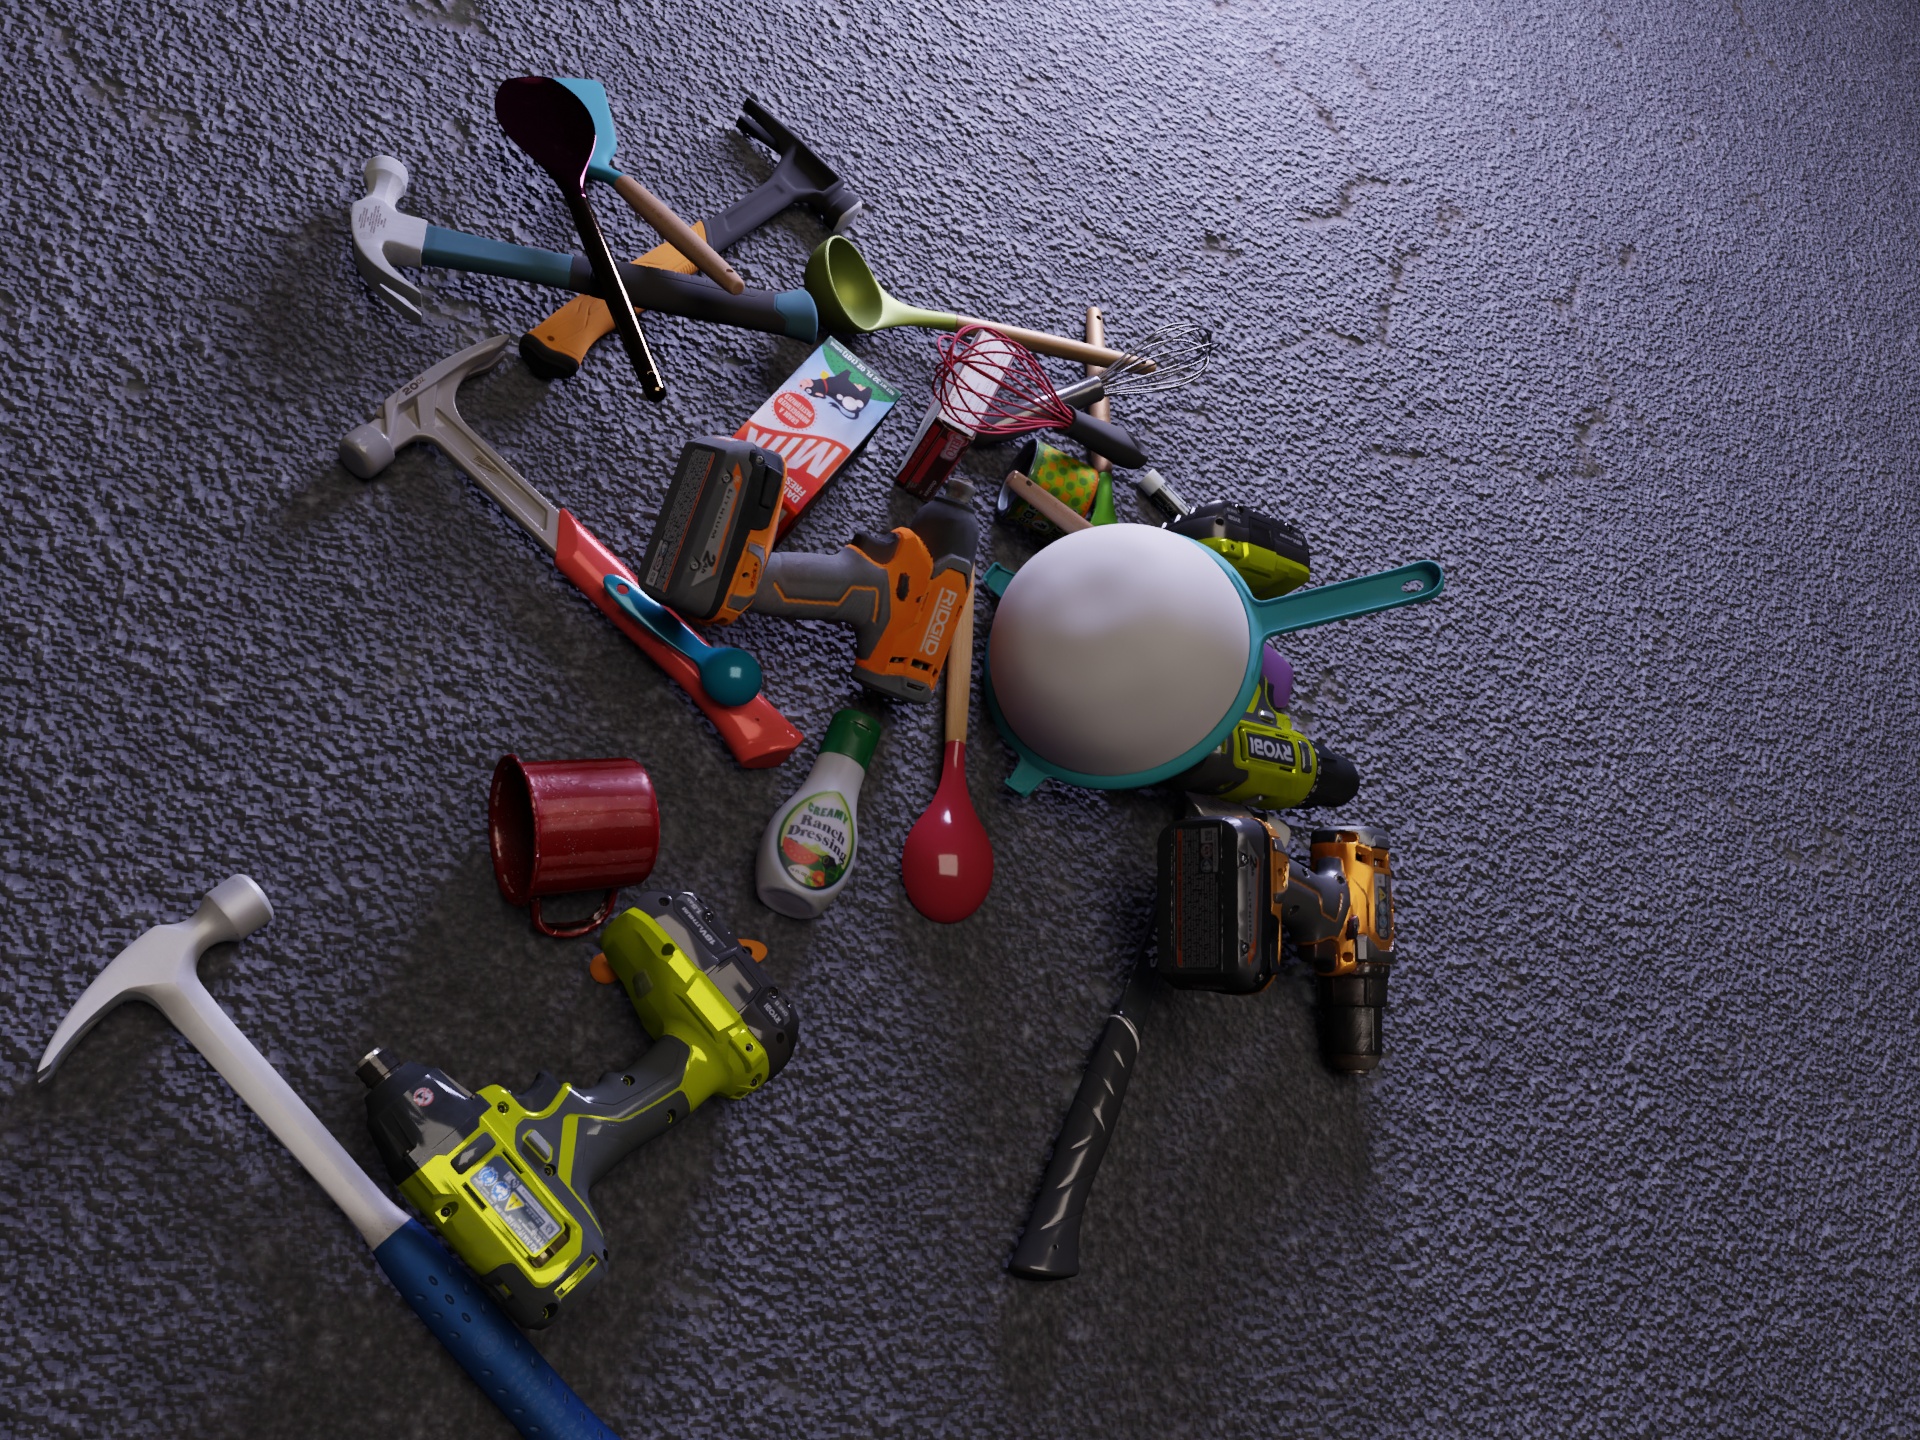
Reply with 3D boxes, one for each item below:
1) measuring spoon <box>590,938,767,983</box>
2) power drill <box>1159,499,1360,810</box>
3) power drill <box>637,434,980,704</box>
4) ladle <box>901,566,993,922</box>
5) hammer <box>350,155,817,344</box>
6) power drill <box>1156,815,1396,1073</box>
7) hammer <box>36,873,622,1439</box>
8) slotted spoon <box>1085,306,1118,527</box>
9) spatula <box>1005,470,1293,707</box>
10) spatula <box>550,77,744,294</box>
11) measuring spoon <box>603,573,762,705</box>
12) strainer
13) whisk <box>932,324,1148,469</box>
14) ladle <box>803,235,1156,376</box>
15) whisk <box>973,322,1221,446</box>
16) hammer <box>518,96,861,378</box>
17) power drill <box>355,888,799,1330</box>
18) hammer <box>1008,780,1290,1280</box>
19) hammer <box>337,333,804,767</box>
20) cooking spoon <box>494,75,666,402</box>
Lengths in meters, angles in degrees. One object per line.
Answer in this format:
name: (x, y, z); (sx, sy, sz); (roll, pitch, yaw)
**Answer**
measuring spoon: (-0.177, 0.152, 1.013); (0.117, 0.011, 0.021); (-2, 68, -28)
power drill: (0.231, -0.040, 1.239); (0.190, 0.080, 0.229); (12, 65, -37)
power drill: (-0.088, -0.116, 1.087); (0.226, 0.084, 0.164); (19, 93, -35)
ladle: (-0.002, -0.004, 1.170); (0.069, 0.031, 0.316); (14, 59, -19)
hammer: (-0.266, -0.320, 1.143); (0.331, 0.033, 0.128); (8, 59, -13)
power drill: (0.239, 0.161, 1.146); (0.226, 0.084, 0.185); (11, 76, -44)
hammer: (-0.322, 0.276, 0.866); (0.405, 0.035, 0.144); (48, 55, 1)
slotted spoon: (0.120, -0.224, 1.338); (0.070, 0.031, 0.314); (16, 58, -29)
spatula: (0.157, -0.103, 1.269); (0.315, 0.018, 0.060); (35, 55, -23)
spatula: (-0.241, -0.400, 1.187); (0.082, 0.044, 0.318); (-16, 46, -33)
measuring spoon: (-0.185, -0.059, 1.060); (0.128, 0.021, 0.042); (39, 55, -4)
strainer: (0.165, -0.077, 1.124); (0.340, 0.095, 0.211); (-13, 64, 16)
whisk: (0.069, -0.234, 1.214); (0.295, 0.073, 0.073); (9, 58, -56)
ladle: (0.024, -0.329, 1.310); (0.320, 0.062, 0.078); (8, 64, -21)
whisk: (0.114, -0.276, 1.323); (0.239, 0.055, 0.055); (-25, 79, -17)
hammer: (-0.220, -0.366, 1.230); (0.127, 0.034, 0.337); (44, 55, -3)
power drill: (-0.214, 0.203, 0.906); (0.171, 0.080, 0.223); (50, 50, -1)
hammer: (0.118, 0.202, 1.125); (0.149, 0.036, 0.409); (32, 57, -9)
hammer: (-0.242, -0.106, 1.092); (0.359, 0.036, 0.149); (43, 55, -1)
cooking spoon: (-0.265, -0.349, 1.131); (0.068, 0.017, 0.319); (-14, 64, -24)
